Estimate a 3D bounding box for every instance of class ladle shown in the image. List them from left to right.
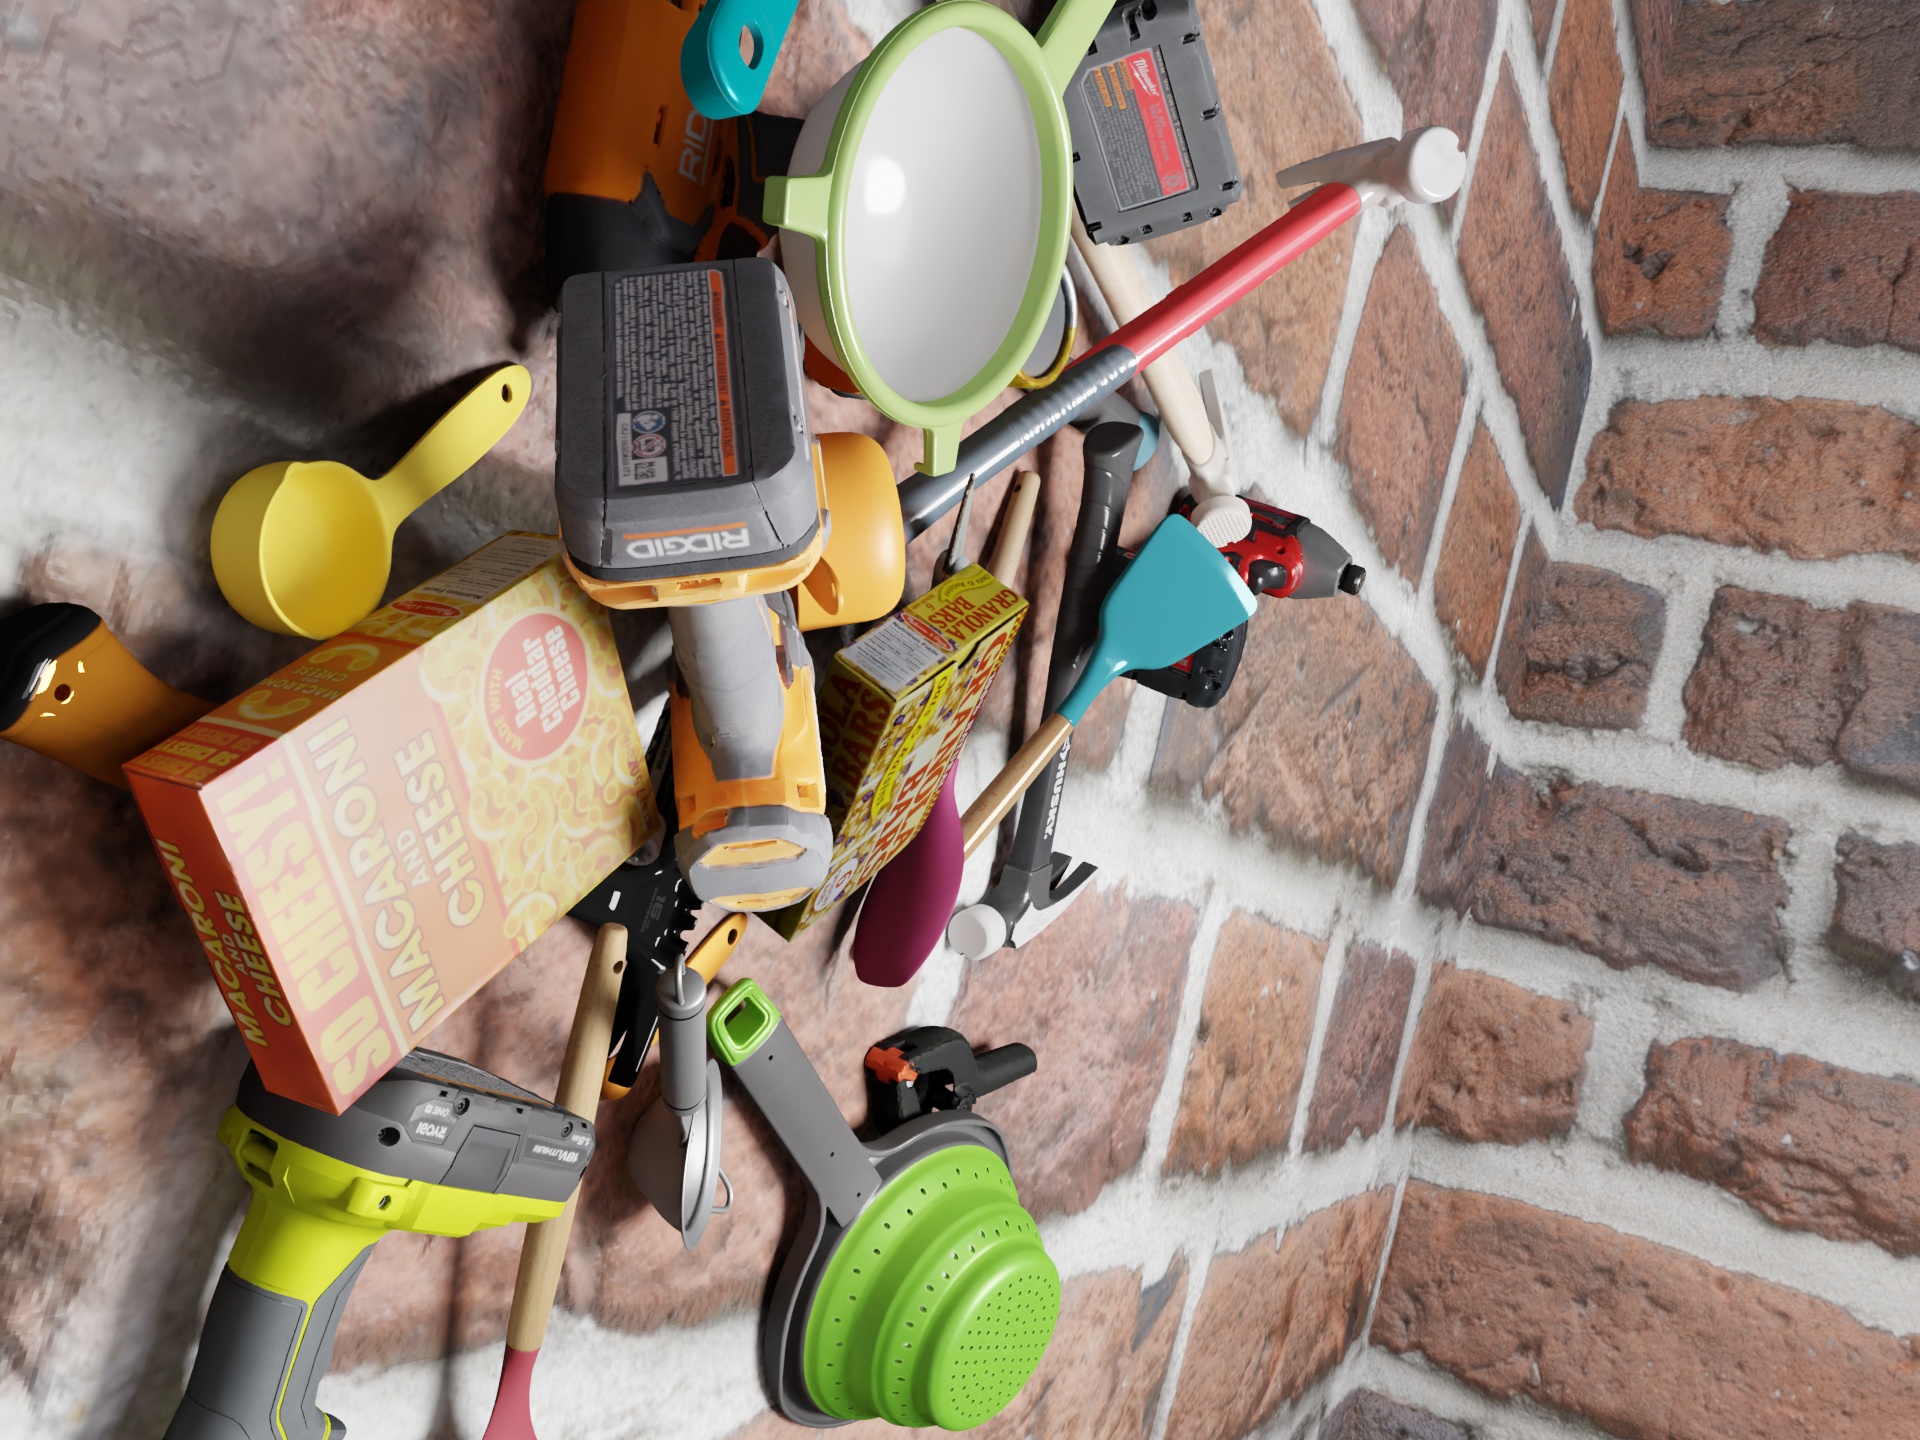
[{"bbox_3d":[-0.174,0.232,0.655,0.069,0.031,0.315,-2,109,-59],"label":"ladle"}]

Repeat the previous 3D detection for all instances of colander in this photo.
[{"bbox_3d":[-0.032,0.283,0.874,0.204,0.095,0.396,-46,136,-25],"label":"colander"}]

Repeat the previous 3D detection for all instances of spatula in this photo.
[{"bbox_3d":[0.047,0.018,0.922,0.082,0.044,0.317,45,74,-17],"label":"spatula"}]

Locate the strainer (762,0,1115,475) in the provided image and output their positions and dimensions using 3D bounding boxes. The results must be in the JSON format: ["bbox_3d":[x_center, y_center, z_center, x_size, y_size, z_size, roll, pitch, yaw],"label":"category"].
[{"bbox_3d":[0.000,-0.235,0.615,0.256,0.069,0.151,-61,147,-18],"label":"strainer"}]

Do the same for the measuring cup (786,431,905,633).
[{"bbox_3d":[-0.045,-0.073,0.676,0.052,0.174,0.095,-9,109,-12],"label":"measuring cup"}]

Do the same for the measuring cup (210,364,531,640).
[{"bbox_3d":[-0.197,-0.084,0.545,0.157,0.029,0.062,-63,150,-48],"label":"measuring cup"}]

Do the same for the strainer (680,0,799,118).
[{"bbox_3d":[-0.068,-0.327,0.562,0.210,0.095,0.341,52,44,-49],"label":"strainer"}]

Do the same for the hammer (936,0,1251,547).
[{"bbox_3d":[0.087,-0.274,0.935,0.410,0.038,0.146,49,29,-50],"label":"hammer"}]

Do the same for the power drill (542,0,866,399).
[{"bbox_3d":[-0.077,-0.197,0.654,0.226,0.084,0.164,7,95,-57],"label":"power drill"}]

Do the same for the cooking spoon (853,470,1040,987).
[{"bbox_3d":[-0.001,-0.003,0.901,0.017,0.069,0.319,34,64,-41],"label":"cooking spoon"}]

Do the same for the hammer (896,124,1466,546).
[{"bbox_3d":[0.083,-0.195,0.839,0.386,0.143,0.038,-37,111,-13],"label":"hammer"}]

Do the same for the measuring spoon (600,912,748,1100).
[{"bbox_3d":[-0.132,0.133,0.751,0.117,0.011,0.021,-52,143,-39],"label":"measuring spoon"}]

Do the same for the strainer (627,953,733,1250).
[{"bbox_3d":[-0.121,0.162,0.686,0.258,0.050,0.087,103,-6,-54],"label":"strainer"}]

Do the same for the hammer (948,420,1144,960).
[{"bbox_3d":[0.068,-0.020,0.999,0.146,0.035,0.334,-16,121,-59],"label":"hammer"}]

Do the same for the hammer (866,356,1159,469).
[{"bbox_3d":[0.043,-0.203,0.916,0.330,0.033,0.128,14,90,-62],"label":"hammer"}]

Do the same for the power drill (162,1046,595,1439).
[{"bbox_3d":[-0.222,0.234,0.563,0.190,0.080,0.228,42,67,-58],"label":"power drill"}]

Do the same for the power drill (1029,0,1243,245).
[{"bbox_3d":[0.083,-0.370,0.817,0.227,0.080,0.187,-85,157,-47],"label":"power drill"}]

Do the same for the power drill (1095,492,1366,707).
[{"bbox_3d":[0.182,-0.094,1.096,0.220,0.143,0.078,-34,141,-49],"label":"power drill"}]

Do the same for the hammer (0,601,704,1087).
[{"bbox_3d":[-0.200,0.047,0.572,0.336,0.034,0.127,39,66,-59],"label":"hammer"}]

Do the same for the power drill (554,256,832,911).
[{"bbox_3d":[-0.090,-0.060,0.588,0.226,0.084,0.186,89,-7,-54],"label":"power drill"}]
